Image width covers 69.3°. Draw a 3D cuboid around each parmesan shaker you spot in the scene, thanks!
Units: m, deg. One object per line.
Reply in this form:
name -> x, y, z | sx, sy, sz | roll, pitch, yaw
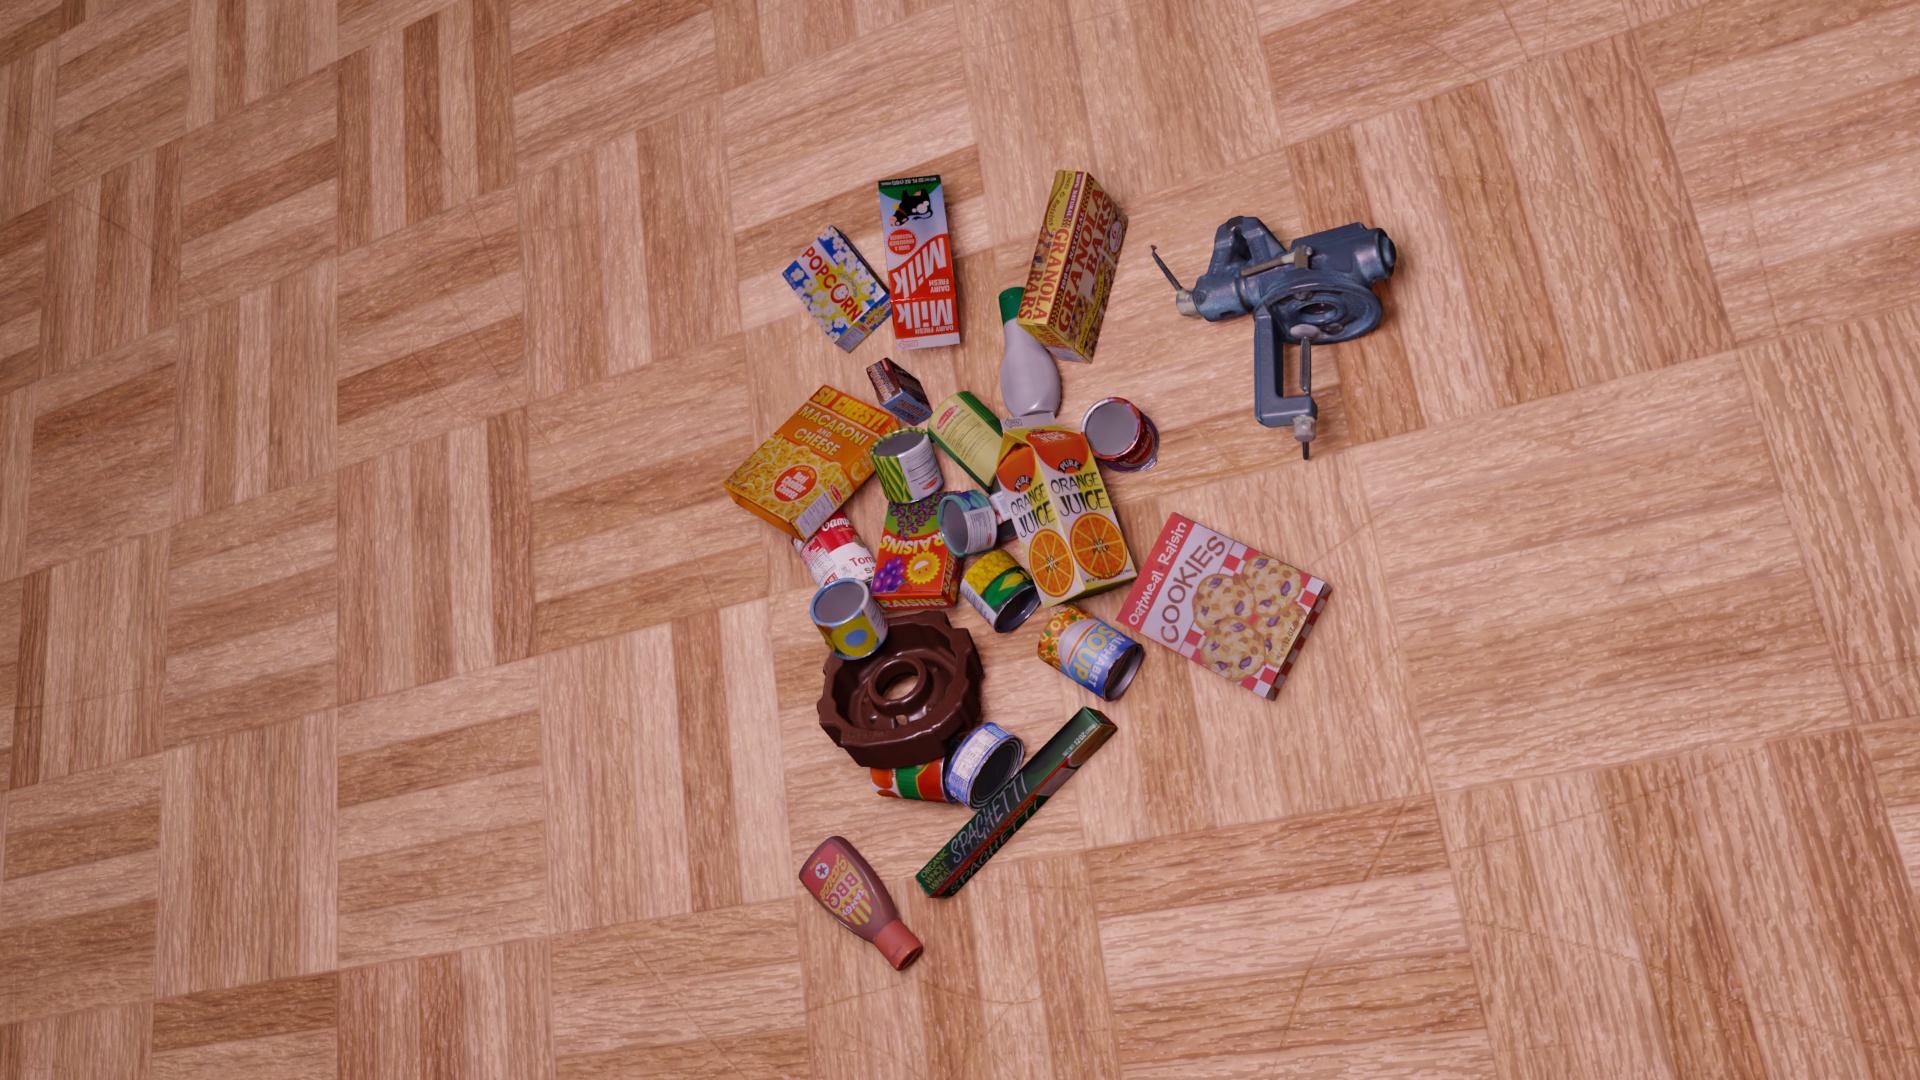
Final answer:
parmesan shaker -> 0.020, -0.100, 1.472 | 0.071, 0.071, 0.103 | -48, 64, 8

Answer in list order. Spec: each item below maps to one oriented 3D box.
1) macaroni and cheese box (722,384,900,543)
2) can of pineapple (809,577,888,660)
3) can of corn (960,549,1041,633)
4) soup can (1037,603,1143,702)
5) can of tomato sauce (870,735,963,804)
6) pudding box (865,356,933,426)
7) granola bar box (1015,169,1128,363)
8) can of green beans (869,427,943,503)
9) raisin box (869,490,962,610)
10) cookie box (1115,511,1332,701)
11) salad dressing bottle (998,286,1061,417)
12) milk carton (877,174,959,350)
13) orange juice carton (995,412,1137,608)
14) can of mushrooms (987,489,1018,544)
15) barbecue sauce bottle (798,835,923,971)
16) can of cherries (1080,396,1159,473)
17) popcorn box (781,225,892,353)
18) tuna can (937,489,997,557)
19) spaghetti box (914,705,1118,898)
macaroni and cheese box -> -0.161, -0.087, 1.524 | 0.124, 0.040, 0.167 | 27, 66, 38
can of pineapple -> -0.117, 0.081, 1.429 | 0.071, 0.057, 0.071 | -14, 43, 13
can of corn -> 0.044, 0.050, 1.425 | 0.071, 0.071, 0.058 | -48, 63, 8
soup can -> 0.127, 0.109, 1.367 | 0.084, 0.071, 0.071 | 31, 92, 28
can of tomato sauce -> -0.042, 0.231, 1.419 | 0.083, 0.071, 0.071 | 1, 78, 26
pudding box -> -0.066, -0.161, 1.516 | 0.030, 0.083, 0.050 | -29, 67, 16
granola bar box -> 0.118, -0.280, 1.435 | 0.039, 0.124, 0.165 | 12, 83, 28
can of green beans -> -0.058, -0.081, 1.482 | 0.071, 0.057, 0.071 | -14, 30, 8
raisin box -> -0.041, 0.011, 1.469 | 0.086, 0.040, 0.124 | -3, 60, 24
cookie box -> 0.251, 0.061, 1.338 | 0.168, 0.040, 0.123 | 28, 90, 28
salad dressing bottle -> 0.069, -0.199, 1.485 | 0.064, 0.044, 0.148 | -18, 70, 27
milk carton -> -0.046, -0.300, 1.535 | 0.072, 0.073, 0.191 | -7, 74, -2
orange juice carton -> 0.098, -0.037, 1.384 | 0.072, 0.072, 0.193 | -33, 73, 53
can of mushrooms -> 0.049, -0.025, 1.441 | 0.071, 0.071, 0.033 | -32, 68, 15
barbecue sauce bottle -> -0.099, 0.375, 1.426 | 0.149, 0.043, 0.065 | 42, 96, 27
can of cherries -> 0.164, -0.106, 1.409 | 0.071, 0.058, 0.071 | -6, 75, 24
popcorn box -> -0.140, -0.292, 1.607 | 0.085, 0.038, 0.127 | -42, 64, 10
tuna can -> 0.005, -0.018, 1.416 | 0.071, 0.033, 0.070 | 34, 131, 51
spaghetti box -> 0.054, 0.262, 1.377 | 0.249, 0.050, 0.029 | -47, 62, 9
